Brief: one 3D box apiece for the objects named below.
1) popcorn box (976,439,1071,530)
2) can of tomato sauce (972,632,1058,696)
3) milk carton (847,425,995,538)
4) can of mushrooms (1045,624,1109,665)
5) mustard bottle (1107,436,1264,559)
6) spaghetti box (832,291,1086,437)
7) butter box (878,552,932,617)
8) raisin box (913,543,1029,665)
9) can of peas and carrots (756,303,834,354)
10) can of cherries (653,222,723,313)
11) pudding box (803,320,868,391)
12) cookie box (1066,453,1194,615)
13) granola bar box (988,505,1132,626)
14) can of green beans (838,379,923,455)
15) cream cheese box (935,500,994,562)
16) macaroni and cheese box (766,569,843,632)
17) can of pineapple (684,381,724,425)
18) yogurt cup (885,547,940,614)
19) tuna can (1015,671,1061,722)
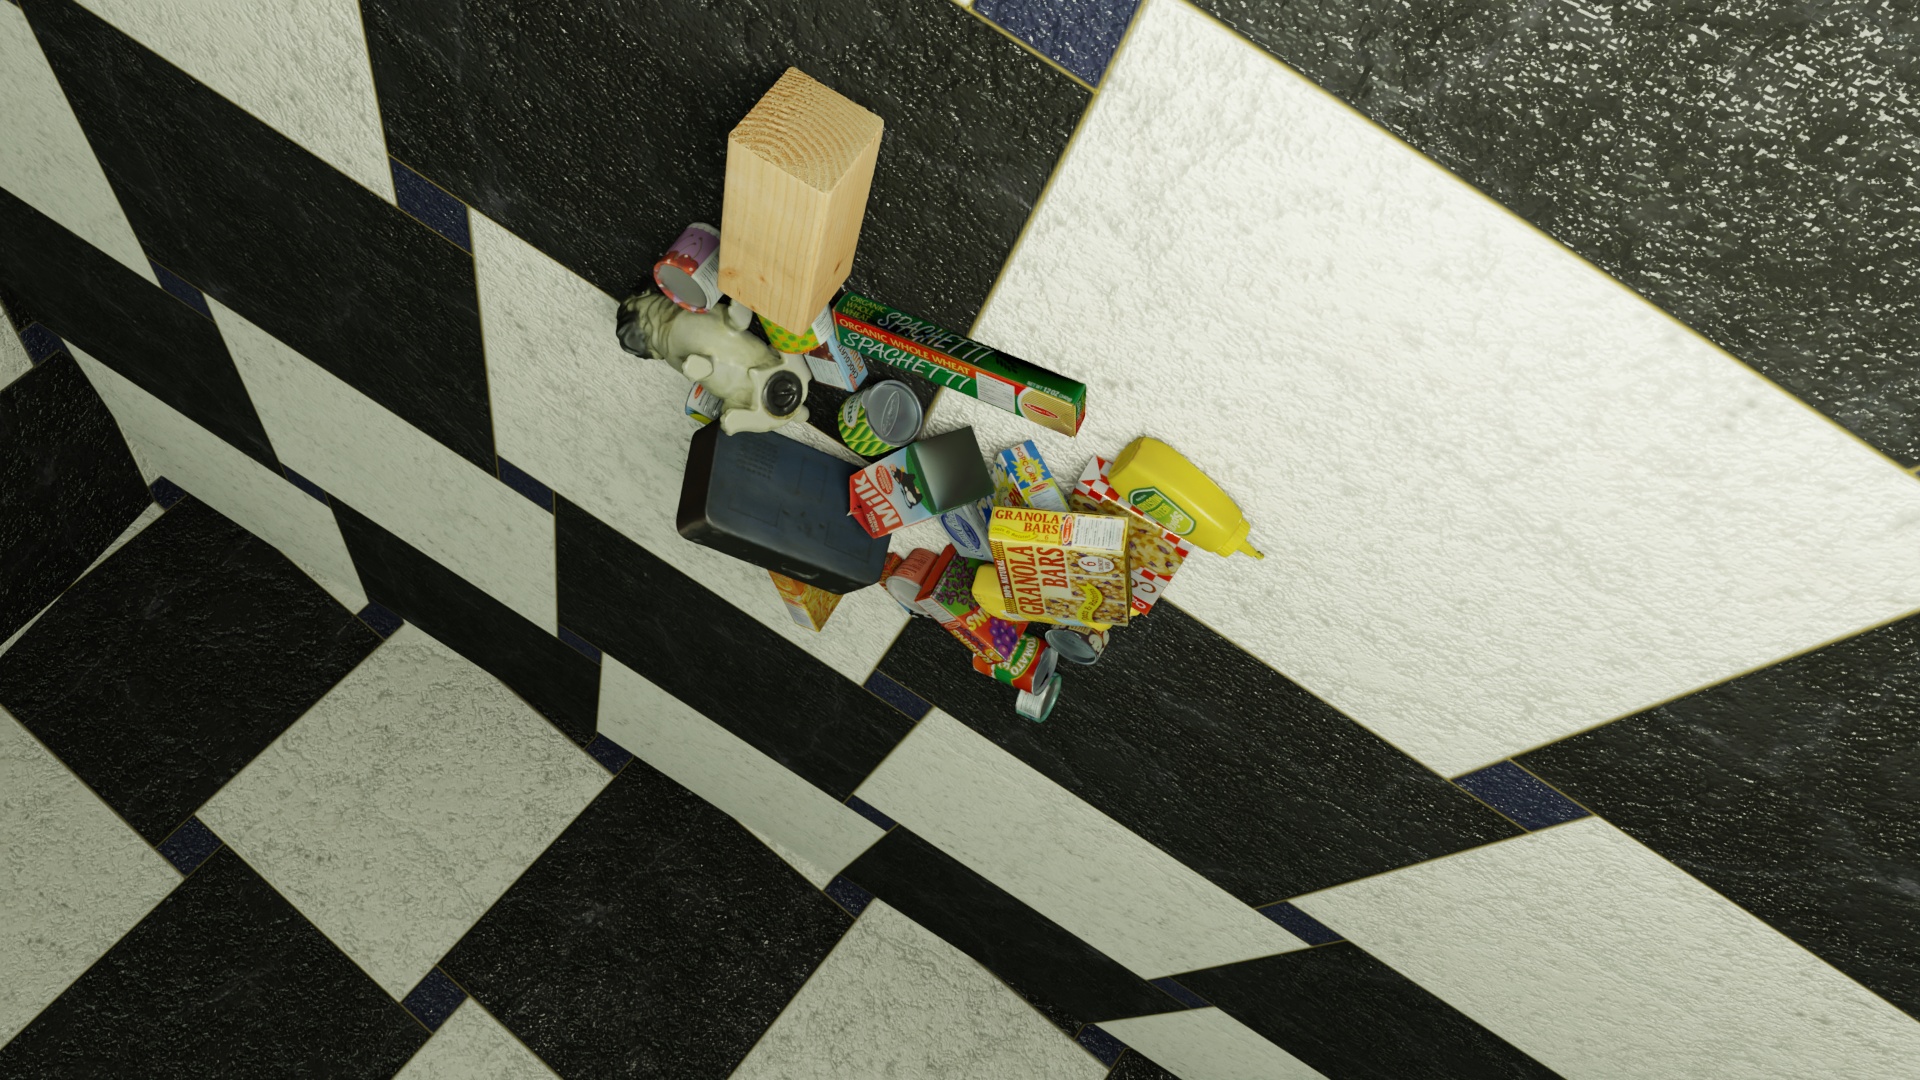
[{"bbox_3d":[0.061,-0.030,1.364,0.085,0.038,0.126,63,160,18],"label":"popcorn box"},{"bbox_3d":[0.066,0.140,1.663,0.083,0.071,0.071,21,152,23],"label":"can of tomato sauce"},{"bbox_3d":[-0.050,-0.054,1.416,0.190,0.072,0.073,-20,90,61],"label":"milk carton"},{"bbox_3d":[0.133,0.108,1.573,0.071,0.033,0.070,26,153,14],"label":"can of mushrooms"},{"bbox_3d":[0.208,-0.028,1.237,0.160,0.049,0.065,36,155,-7],"label":"mustard bottle"},{"bbox_3d":[-0.003,-0.161,1.260,0.250,0.029,0.050,24,153,17],"label":"spaghetti box"},{"bbox_3d":[-0.069,0.056,1.713,0.053,0.024,0.103,-3,137,51],"label":"butter box"},{"bbox_3d":[0.019,0.071,1.572,0.123,0.086,0.040,42,147,-19],"label":"raisin box"},{"bbox_3d":[-0.158,-0.216,1.290,0.071,0.071,0.058,17,151,27],"label":"can of peas and carrots"},{"bbox_3d":[-0.252,-0.260,1.326,0.071,0.058,0.071,25,153,14],"label":"can of cherries"},{"bbox_3d":[-0.127,-0.186,1.351,0.050,0.030,0.083,18,151,28],"label":"pudding box"},{"bbox_3d":[0.156,-0.003,1.349,0.123,0.040,0.166,30,153,6],"label":"cookie box"},{"bbox_3d":[0.098,0.025,1.313,0.124,0.039,0.165,5,154,11],"label":"granola bar box"},{"bbox_3d":[-0.079,-0.121,1.371,0.071,0.071,0.057,43,152,-21],"label":"can of green beans"},{"bbox_3d":[0.005,-0.019,1.502,0.053,0.024,0.103,10,147,38],"label":"cream cheese box"},{"bbox_3d":[-0.173,0.012,1.637,0.040,0.124,0.165,17,150,25],"label":"macaroni and cheese box"},{"bbox_3d":[-0.258,-0.152,1.514,0.058,0.071,0.070,29,154,5],"label":"can of pineapple"},{"bbox_3d":[-0.046,0.046,1.637,0.072,0.054,0.072,25,153,14],"label":"yogurt cup"},{"bbox_3d":[0.098,0.189,1.718,0.033,0.071,0.070,22,152,19],"label":"tuna can"}]
